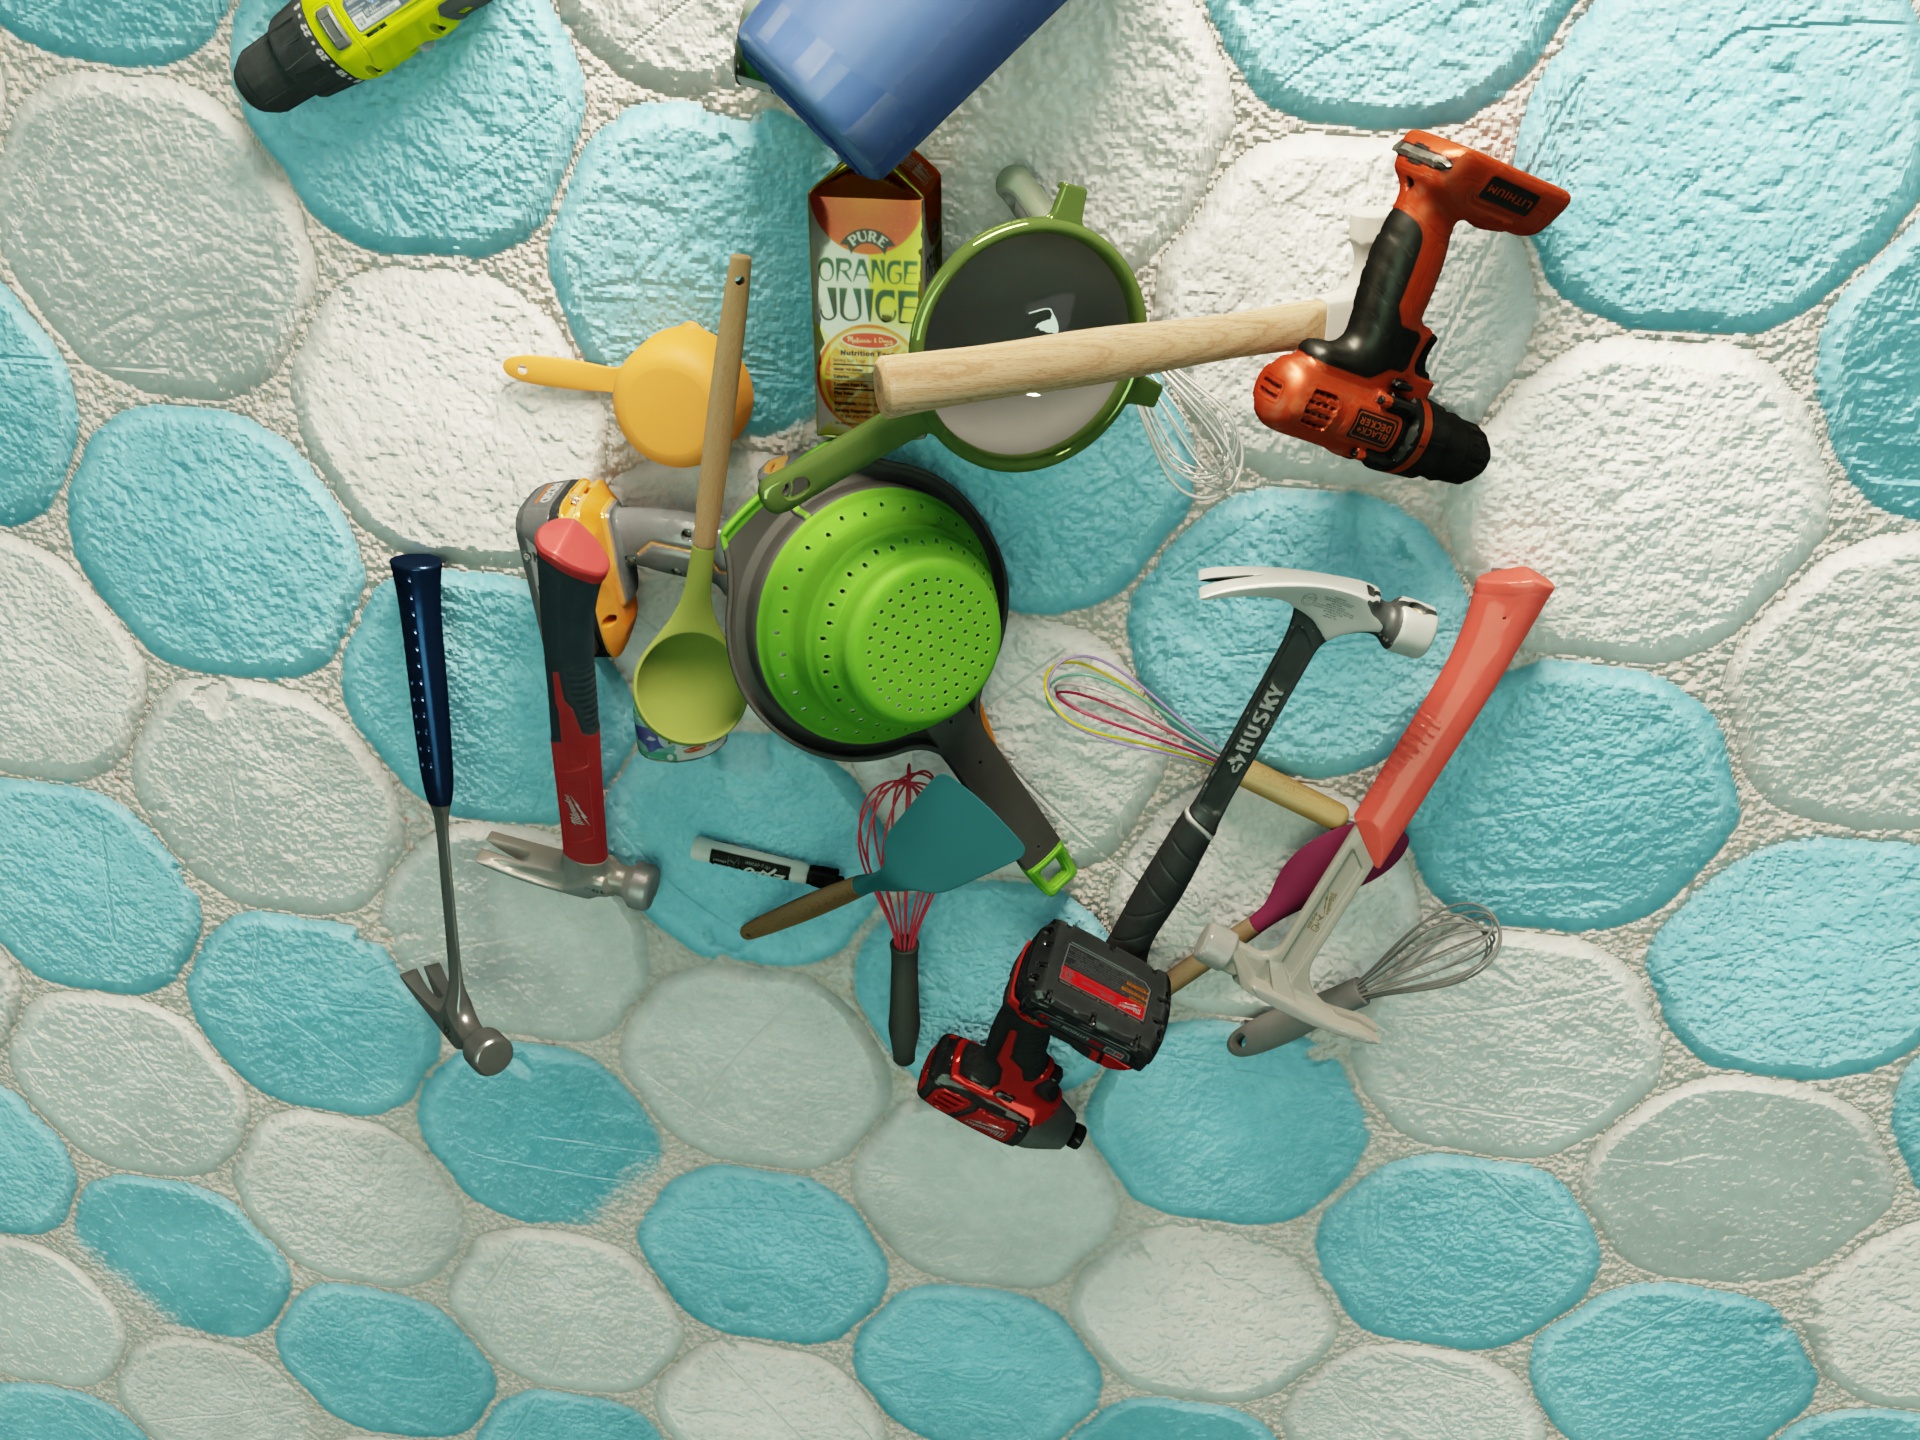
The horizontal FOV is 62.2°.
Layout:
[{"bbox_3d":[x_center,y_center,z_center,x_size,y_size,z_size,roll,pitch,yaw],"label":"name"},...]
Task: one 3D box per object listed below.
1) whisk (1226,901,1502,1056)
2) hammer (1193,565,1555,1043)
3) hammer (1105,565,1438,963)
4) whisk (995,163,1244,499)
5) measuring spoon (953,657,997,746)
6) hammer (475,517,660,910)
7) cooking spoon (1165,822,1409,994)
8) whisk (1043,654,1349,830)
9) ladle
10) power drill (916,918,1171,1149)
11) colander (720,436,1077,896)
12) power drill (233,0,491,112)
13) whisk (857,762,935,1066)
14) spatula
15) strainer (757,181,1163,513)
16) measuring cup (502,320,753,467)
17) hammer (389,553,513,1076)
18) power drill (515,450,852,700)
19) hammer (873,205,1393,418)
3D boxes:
[{"bbox_3d":[0.301,0.202,1.203,0.239,0.055,0.055,-32,109,28],"label":"whisk"},{"bbox_3d":[0.308,0.058,1.101,0.149,0.037,0.359,26,112,-1],"label":"hammer"},{"bbox_3d":[0.170,0.058,1.112,0.149,0.036,0.408,17,130,-6],"label":"hammer"},{"bbox_3d":[0.100,-0.242,0.998,0.059,0.058,0.246,-41,103,-11],"label":"whisk"},{"bbox_3d":[0.012,0.008,1.163,0.021,0.011,0.116,-10,116,14],"label":"measuring spoon"},{"bbox_3d":[-0.287,0.004,1.124,0.143,0.038,0.386,15,139,3],"label":"hammer"},{"bbox_3d":[0.205,0.169,1.209,0.068,0.017,0.319,33,122,-29],"label":"cooking spoon"},{"bbox_3d":[0.166,0.024,1.130,0.245,0.047,0.051,26,118,-8],"label":"whisk"},{"bbox_3d":[-0.158,-0.132,1.011,0.078,0.062,0.320,2,117,-22],"label":"ladle"},{"bbox_3d":[0.068,0.260,1.235,0.143,0.079,0.219,28,134,-5],"label":"power drill"},{"bbox_3d":[-0.002,-0.003,1.075,0.204,0.095,0.396,-42,123,-11],"label":"colander"},{"bbox_3d":[-0.398,-0.489,0.931,0.190,0.080,0.228,-21,115,19],"label":"power drill"},{"bbox_3d":[-0.043,0.158,1.228,0.073,0.073,0.295,6,124,6],"label":"whisk"},{"bbox_3d":[-0.079,0.119,1.165,0.082,0.044,0.317,43,143,-15],"label":"spatula"},{"bbox_3d":[-0.014,-0.204,0.954,0.256,0.069,0.151,-31,125,-2],"label":"strainer"},{"bbox_3d":[-0.228,-0.218,1.058,0.173,0.052,0.095,8,119,3],"label":"measuring cup"},{"bbox_3d":[-0.404,0.070,1.227,0.144,0.035,0.405,25,121,45],"label":"hammer"},{"bbox_3d":[-0.176,-0.088,1.108,0.226,0.084,0.185,-3,119,6],"label":"power drill"},{"bbox_3d":[0.110,-0.216,0.935,0.331,0.031,0.130,-12,121,-16],"label":"hammer"}]
